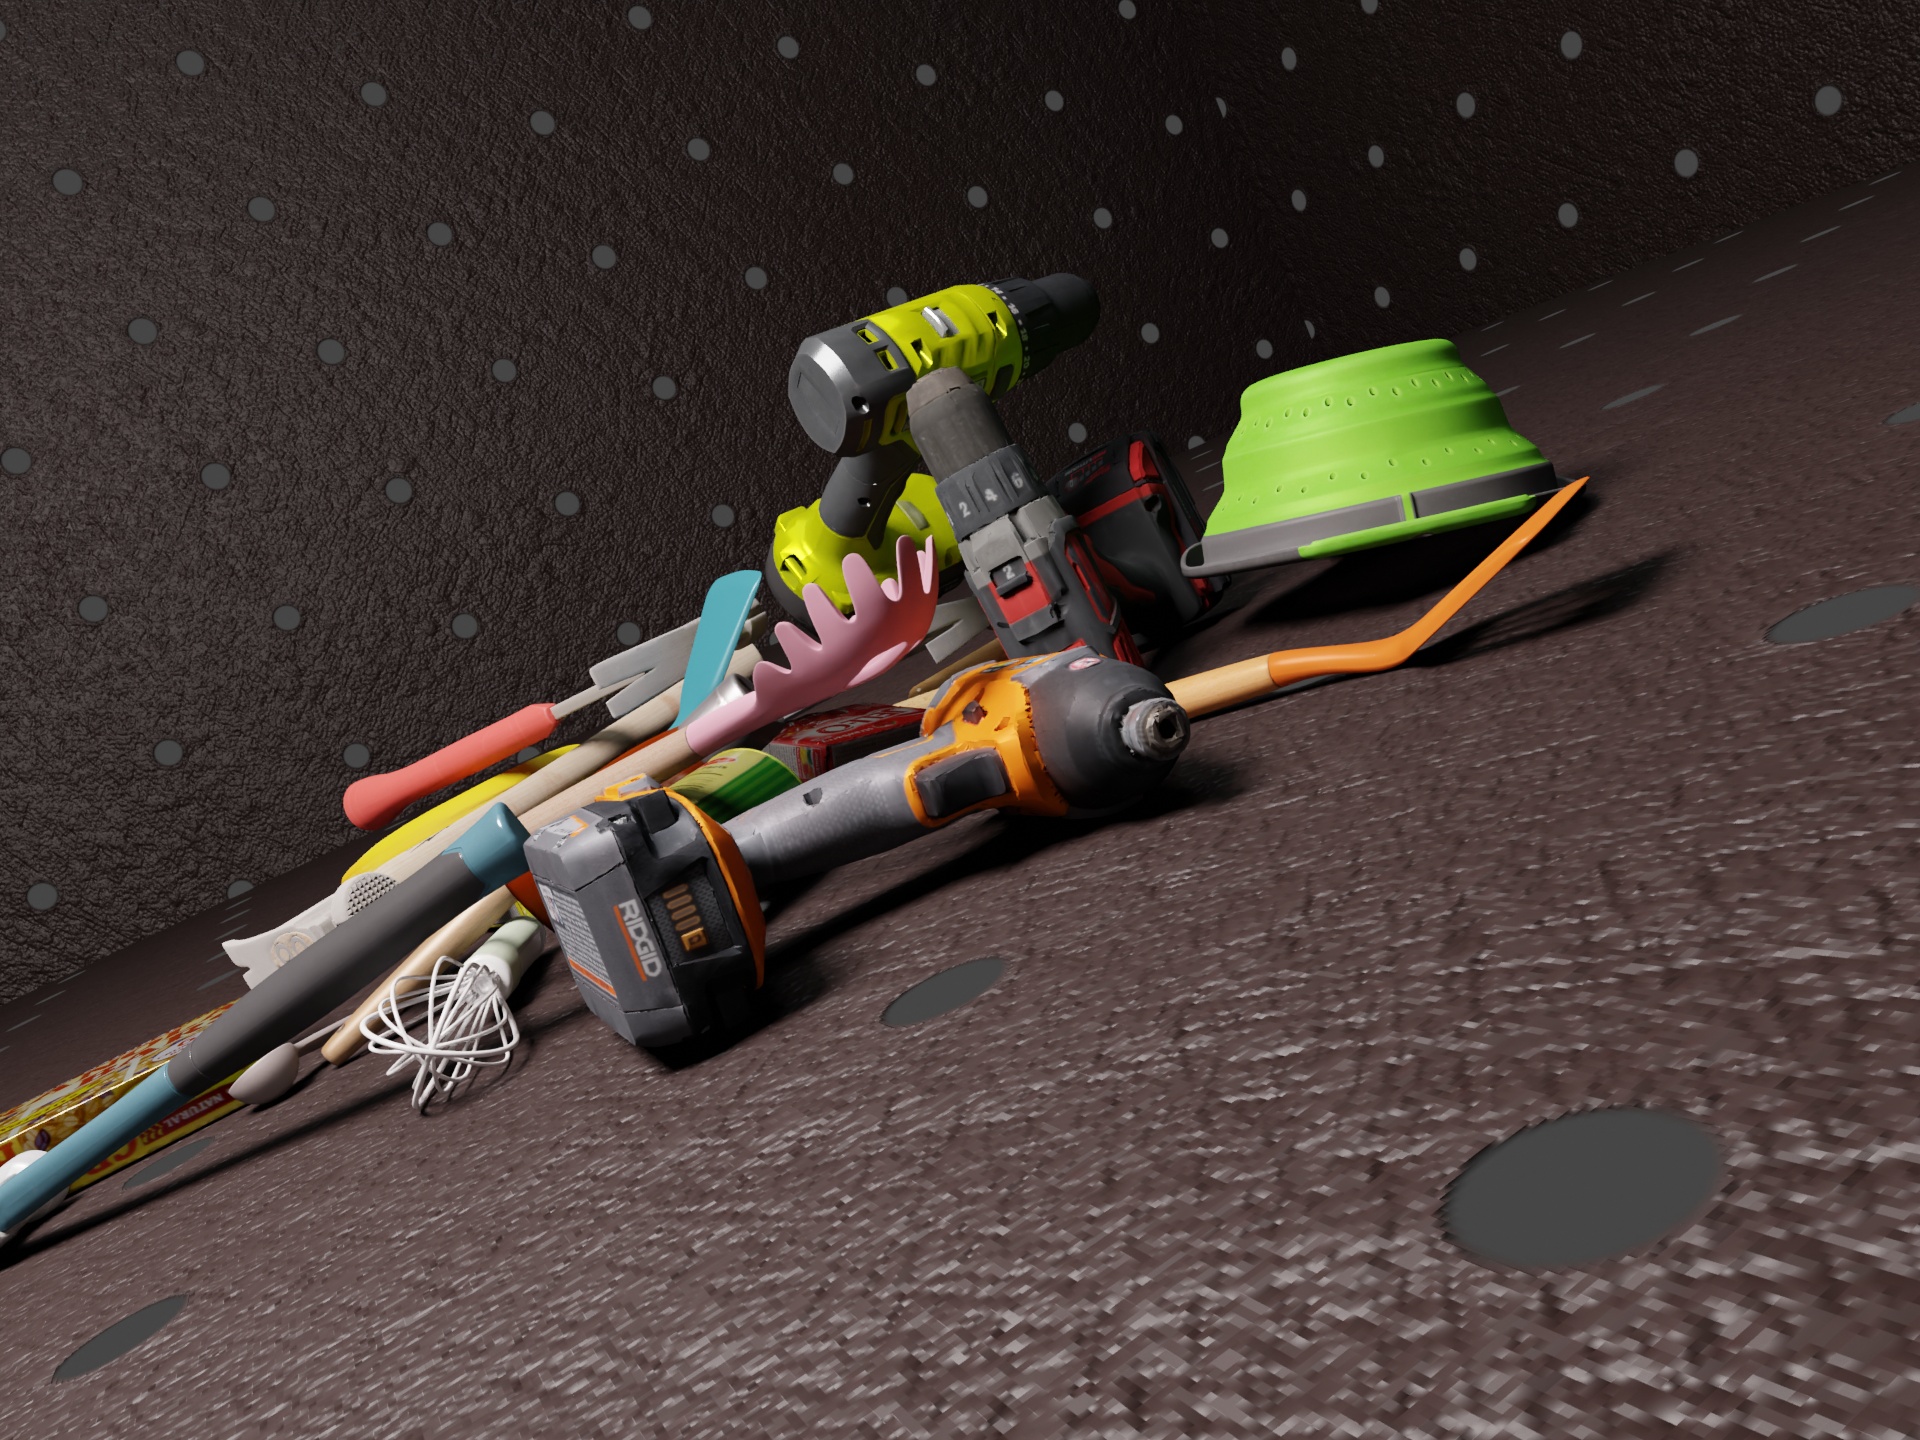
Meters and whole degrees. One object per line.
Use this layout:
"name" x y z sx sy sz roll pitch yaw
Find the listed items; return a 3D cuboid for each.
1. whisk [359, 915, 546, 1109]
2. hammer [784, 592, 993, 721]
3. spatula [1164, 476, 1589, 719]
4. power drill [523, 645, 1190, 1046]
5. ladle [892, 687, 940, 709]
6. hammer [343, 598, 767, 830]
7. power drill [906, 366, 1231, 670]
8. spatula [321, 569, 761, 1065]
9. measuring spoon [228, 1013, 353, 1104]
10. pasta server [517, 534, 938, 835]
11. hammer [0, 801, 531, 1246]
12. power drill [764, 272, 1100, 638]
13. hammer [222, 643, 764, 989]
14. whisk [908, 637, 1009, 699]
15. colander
"whisk" -0.211 0.117 0.703 0.059 0.058 0.246 10 1 -7
"hammer" -0.148 0.012 1.072 0.405 0.035 0.144 -27 2 18
"spatula" 0.110 -0.023 0.674 0.322 0.041 0.081 -19 10 40
"power drill" -0.031 0.034 0.576 0.226 0.084 0.164 -23 7 -22
"ladle" -0.069 0.009 0.968 0.315 0.069 0.031 -20 31 -15
"hammer" -0.288 0.011 1.012 0.359 0.036 0.149 -22 9 34
"power drill" 0.058 -0.106 0.863 0.080 0.188 0.227 -27 2 26
"spatula" -0.208 0.046 0.812 0.317 0.044 0.082 -47 20 -18
"measuring spoon" -0.312 0.163 0.794 0.034 0.018 0.124 -45 -6 20
"pasta server" -0.132 0.012 0.666 0.316 0.040 0.060 -27 -6 27
"hammer" -0.303 0.135 0.649 0.331 0.033 0.128 -35 7 8
"power drill" -0.021 -0.158 0.924 0.190 0.080 0.228 -28 -20 -30
"hammer" -0.258 0.042 0.987 0.146 0.038 0.411 -21 11 36
"whisk" 0.065 -0.071 1.119 0.245 0.051 0.047 -31 15 -23
"colander" 0.214 -0.148 0.900 0.204 0.094 0.397 -12 5 6
